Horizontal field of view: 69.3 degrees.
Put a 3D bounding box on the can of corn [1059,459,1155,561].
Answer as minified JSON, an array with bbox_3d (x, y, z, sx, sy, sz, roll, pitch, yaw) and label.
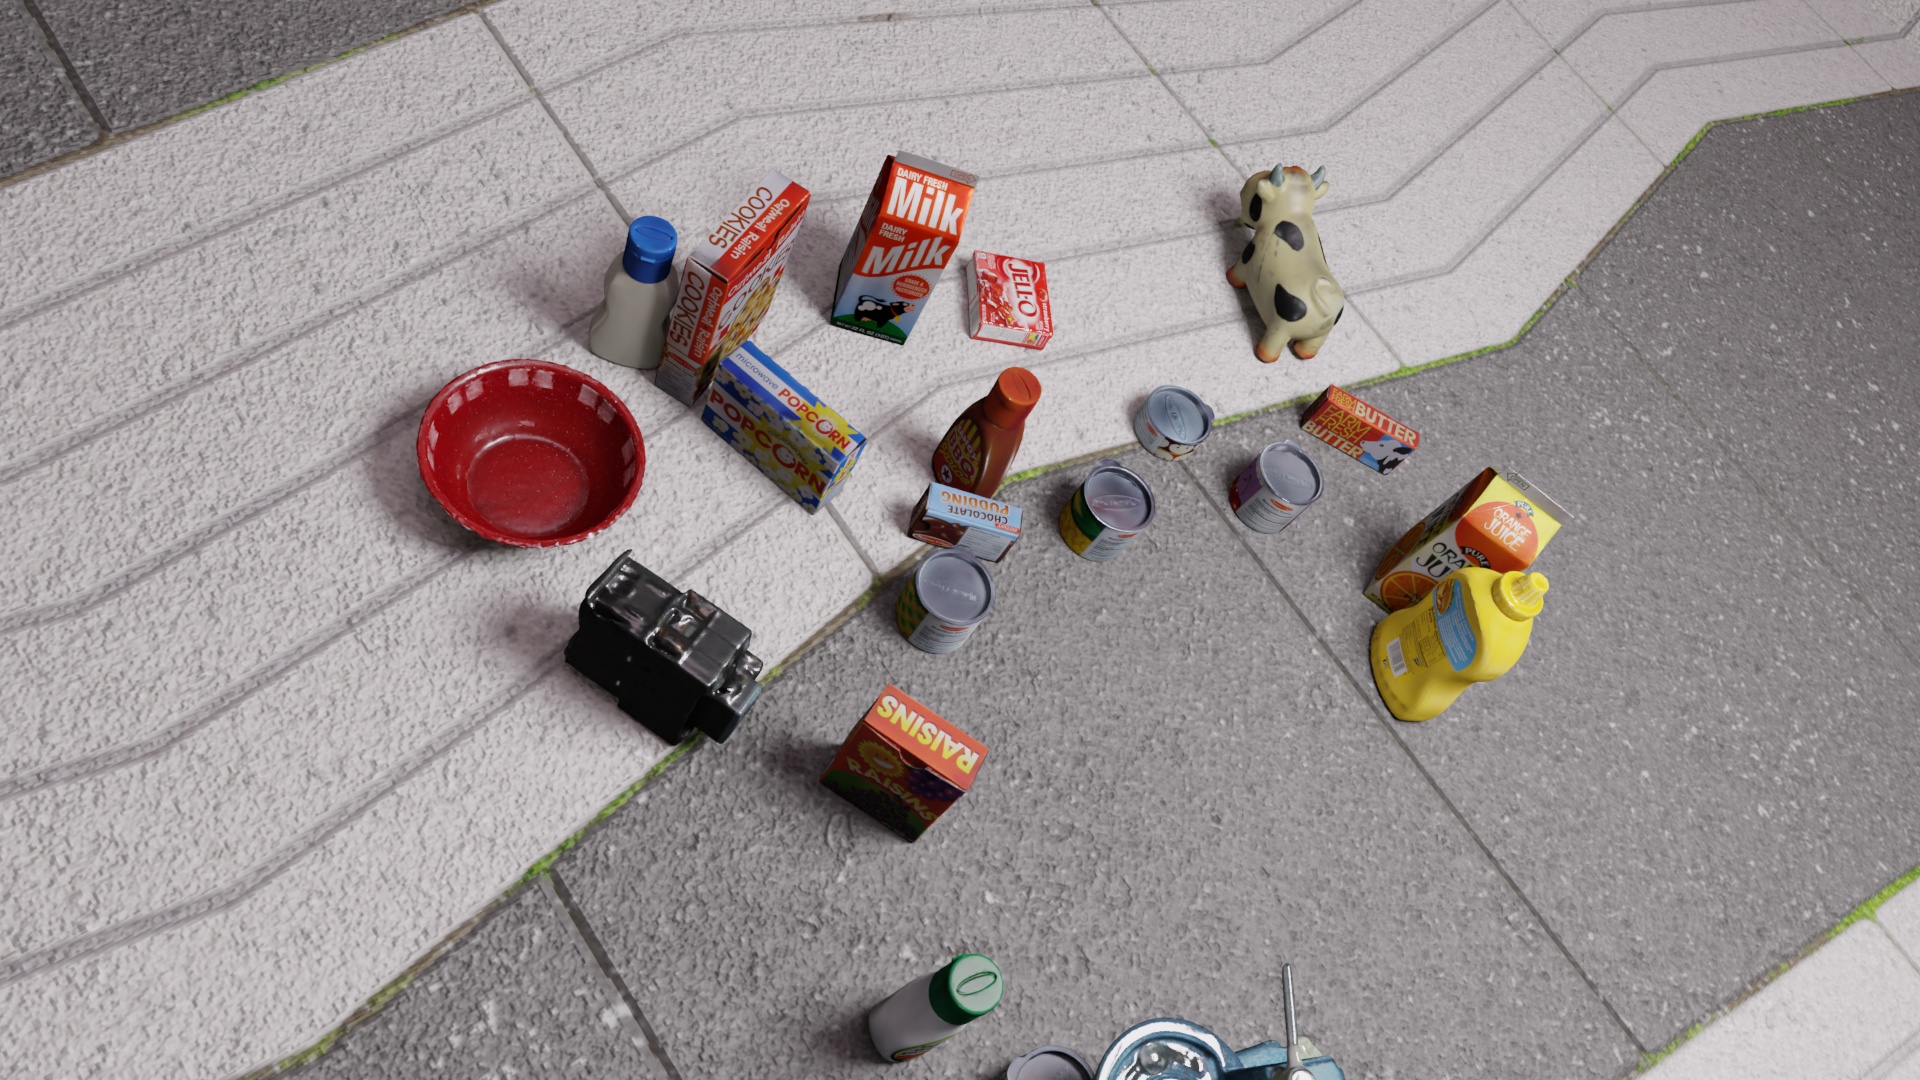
[{"bbox_3d":[0.125,-0.025,1.197,0.071,0.058,0.071,10,58,-17],"label":"can of corn"}]

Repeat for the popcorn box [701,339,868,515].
[{"bbox_3d":[-0.143,-0.090,1.109,0.127,0.084,0.038,40,55,4],"label":"popcorn box"}]

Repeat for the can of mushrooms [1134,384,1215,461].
[{"bbox_3d":[0.199,-0.109,1.291,0.071,0.033,0.071,10,58,-17],"label":"can of mushrooms"}]

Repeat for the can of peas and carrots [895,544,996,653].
[{"bbox_3d":[-0.013,0.046,1.098,0.071,0.058,0.071,10,58,-17],"label":"can of peas and carrots"}]

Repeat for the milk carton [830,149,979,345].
[{"bbox_3d":[-0.048,-0.256,1.181,0.072,0.189,0.074,14,57,-14],"label":"milk carton"}]

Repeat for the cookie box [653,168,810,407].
[{"bbox_3d":[-0.182,-0.199,1.106,0.040,0.166,0.123,33,55,-2],"label":"cookie box"}]

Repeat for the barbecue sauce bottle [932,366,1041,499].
[{"bbox_3d":[0.023,-0.086,1.136,0.044,0.147,0.065,-17,69,-29],"label":"barbecue sauce bottle"}]

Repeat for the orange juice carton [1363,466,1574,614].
[{"bbox_3d":[0.451,0.004,1.231,0.072,0.191,0.073,38,55,2],"label":"orange juice carton"}]

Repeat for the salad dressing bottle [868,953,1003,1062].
[{"bbox_3d":[-0.015,0.300,0.894,0.064,0.147,0.044,-13,67,-28],"label":"salad dressing bottle"}]

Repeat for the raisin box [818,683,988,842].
[{"bbox_3d":[-0.042,0.159,0.980,0.086,0.122,0.040,34,55,-1],"label":"raisin box"}]

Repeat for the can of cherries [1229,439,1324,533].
[{"bbox_3d":[0.291,-0.049,1.279,0.071,0.058,0.072,10,58,-17],"label":"can of cherries"}]

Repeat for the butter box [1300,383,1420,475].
[{"bbox_3d":[0.390,-0.108,1.357,0.103,0.053,0.024,29,55,-4],"label":"butter box"}]

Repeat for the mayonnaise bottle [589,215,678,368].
[{"bbox_3d":[-0.251,-0.193,1.086,0.065,0.147,0.041,13,58,-15],"label":"mayonnaise bottle"}]

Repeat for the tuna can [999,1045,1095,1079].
[{"bbox_3d":[0.057,0.380,0.947,0.071,0.032,0.071,10,58,-17],"label":"tuna can"}]

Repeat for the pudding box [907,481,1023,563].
[{"bbox_3d":[0.004,-0.014,1.146,0.084,0.049,0.030,16,57,-13],"label":"pudding box"}]
